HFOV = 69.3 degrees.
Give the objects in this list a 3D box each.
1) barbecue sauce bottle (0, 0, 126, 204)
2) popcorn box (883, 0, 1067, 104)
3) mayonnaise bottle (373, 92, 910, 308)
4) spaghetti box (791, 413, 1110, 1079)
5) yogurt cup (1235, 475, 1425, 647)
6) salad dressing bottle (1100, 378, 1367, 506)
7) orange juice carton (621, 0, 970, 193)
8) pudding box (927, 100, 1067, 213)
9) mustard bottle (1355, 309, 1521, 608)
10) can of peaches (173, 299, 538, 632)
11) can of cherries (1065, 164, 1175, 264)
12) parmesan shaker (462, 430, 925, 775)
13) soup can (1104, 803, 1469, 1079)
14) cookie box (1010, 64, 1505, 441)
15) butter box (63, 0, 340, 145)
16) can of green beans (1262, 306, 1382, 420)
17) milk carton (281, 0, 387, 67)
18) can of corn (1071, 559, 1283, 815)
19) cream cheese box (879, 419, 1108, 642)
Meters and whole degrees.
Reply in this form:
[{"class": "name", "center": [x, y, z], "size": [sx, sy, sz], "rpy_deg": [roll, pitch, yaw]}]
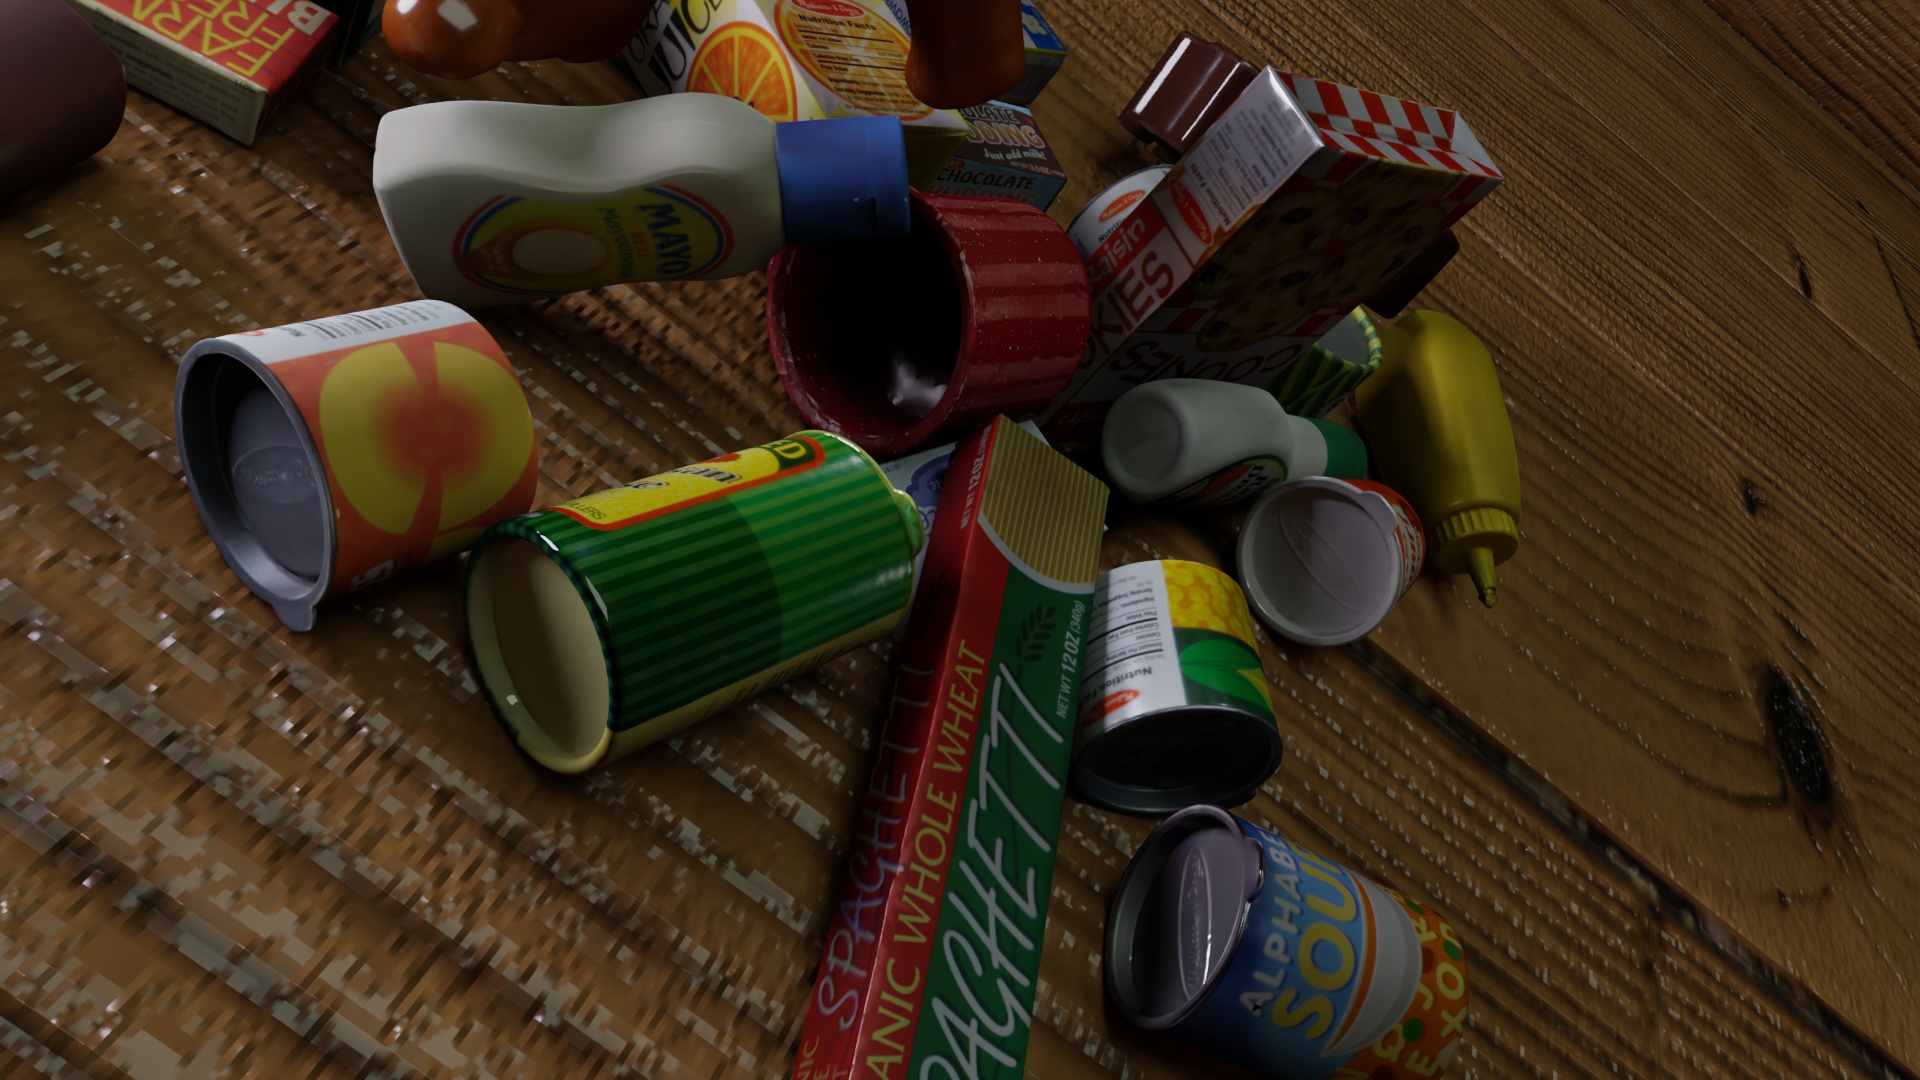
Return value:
[{"class": "barbecue sauce bottle", "center": [-0.271, -0.090, 0.320], "size": [0.065, 0.043, 0.149], "rpy_deg": [34, 41, -9]}, {"class": "popcorn box", "center": [-0.015, -0.276, 0.692], "size": [0.085, 0.038, 0.127], "rpy_deg": [-15, 65, -45]}, {"class": "mayonnaise bottle", "center": [-0.090, -0.103, 0.414], "size": [0.148, 0.064, 0.041], "rpy_deg": [-5, 61, -4]}, {"class": "spaghetti box", "center": [0.002, 0.069, 0.387], "size": [0.050, 0.028, 0.251], "rpy_deg": [32, 47, -22]}, {"class": "yogurt cup", "center": [0.153, 0.005, 0.562], "size": [0.054, 0.072, 0.072], "rpy_deg": [-13, 64, -53]}, {"class": "salad dressing bottle", "center": [0.119, -0.037, 0.575], "size": [0.148, 0.064, 0.044], "rpy_deg": [1, 68, -47]}, {"class": "orange juice carton", "center": [-0.084, -0.206, 0.550], "size": [0.073, 0.071, 0.193], "rpy_deg": [-12, 64, -44]}, {"class": "pudding box", "center": [0.002, -0.175, 0.623], "size": [0.084, 0.030, 0.050], "rpy_deg": [0, 54, -39]}, {"class": "mustard bottle", "center": [0.233, -0.034, 0.664], "size": [0.049, 0.065, 0.161], "rpy_deg": [13, 54, -23]}, {"class": "can of peaches", "center": [-0.147, -0.020, 0.343], "size": [0.071, 0.071, 0.058], "rpy_deg": [51, 40, 10]}, {"class": "can of cherries", "center": [0.088, -0.123, 0.621], "size": [0.072, 0.071, 0.058], "rpy_deg": [-11, 63, -44]}, {"class": "parmesan shaker", "center": [-0.068, 0.012, 0.370], "size": [0.103, 0.071, 0.071], "rpy_deg": [-22, 71, -47]}, {"class": "soup can", "center": [0.096, 0.122, 0.406], "size": [0.084, 0.071, 0.072], "rpy_deg": [27, 42, -18]}, {"class": "cookie box", "center": [0.106, -0.102, 0.537], "size": [0.123, 0.166, 0.040], "rpy_deg": [-7, 63, -42]}, {"class": "butter box", "center": [-0.249, -0.164, 0.418], "size": [0.103, 0.024, 0.053], "rpy_deg": [26, 43, -18]}, {"class": "can of green beans", "center": [0.151, -0.086, 0.643], "size": [0.071, 0.057, 0.071], "rpy_deg": [22, 44, -23]}, {"class": "milk carton", "center": [-0.207, -0.257, 0.495], "size": [0.072, 0.073, 0.191], "rpy_deg": [28, 42, -18]}, {"class": "can of corn", "center": [0.067, 0.049, 0.452], "size": [0.071, 0.070, 0.058], "rpy_deg": [19, 45, -26]}, {"class": "cream cheese box", "center": [0.002, -0.006, 0.479], "size": [0.104, 0.024, 0.053], "rpy_deg": [-21, 72, -47]}]
